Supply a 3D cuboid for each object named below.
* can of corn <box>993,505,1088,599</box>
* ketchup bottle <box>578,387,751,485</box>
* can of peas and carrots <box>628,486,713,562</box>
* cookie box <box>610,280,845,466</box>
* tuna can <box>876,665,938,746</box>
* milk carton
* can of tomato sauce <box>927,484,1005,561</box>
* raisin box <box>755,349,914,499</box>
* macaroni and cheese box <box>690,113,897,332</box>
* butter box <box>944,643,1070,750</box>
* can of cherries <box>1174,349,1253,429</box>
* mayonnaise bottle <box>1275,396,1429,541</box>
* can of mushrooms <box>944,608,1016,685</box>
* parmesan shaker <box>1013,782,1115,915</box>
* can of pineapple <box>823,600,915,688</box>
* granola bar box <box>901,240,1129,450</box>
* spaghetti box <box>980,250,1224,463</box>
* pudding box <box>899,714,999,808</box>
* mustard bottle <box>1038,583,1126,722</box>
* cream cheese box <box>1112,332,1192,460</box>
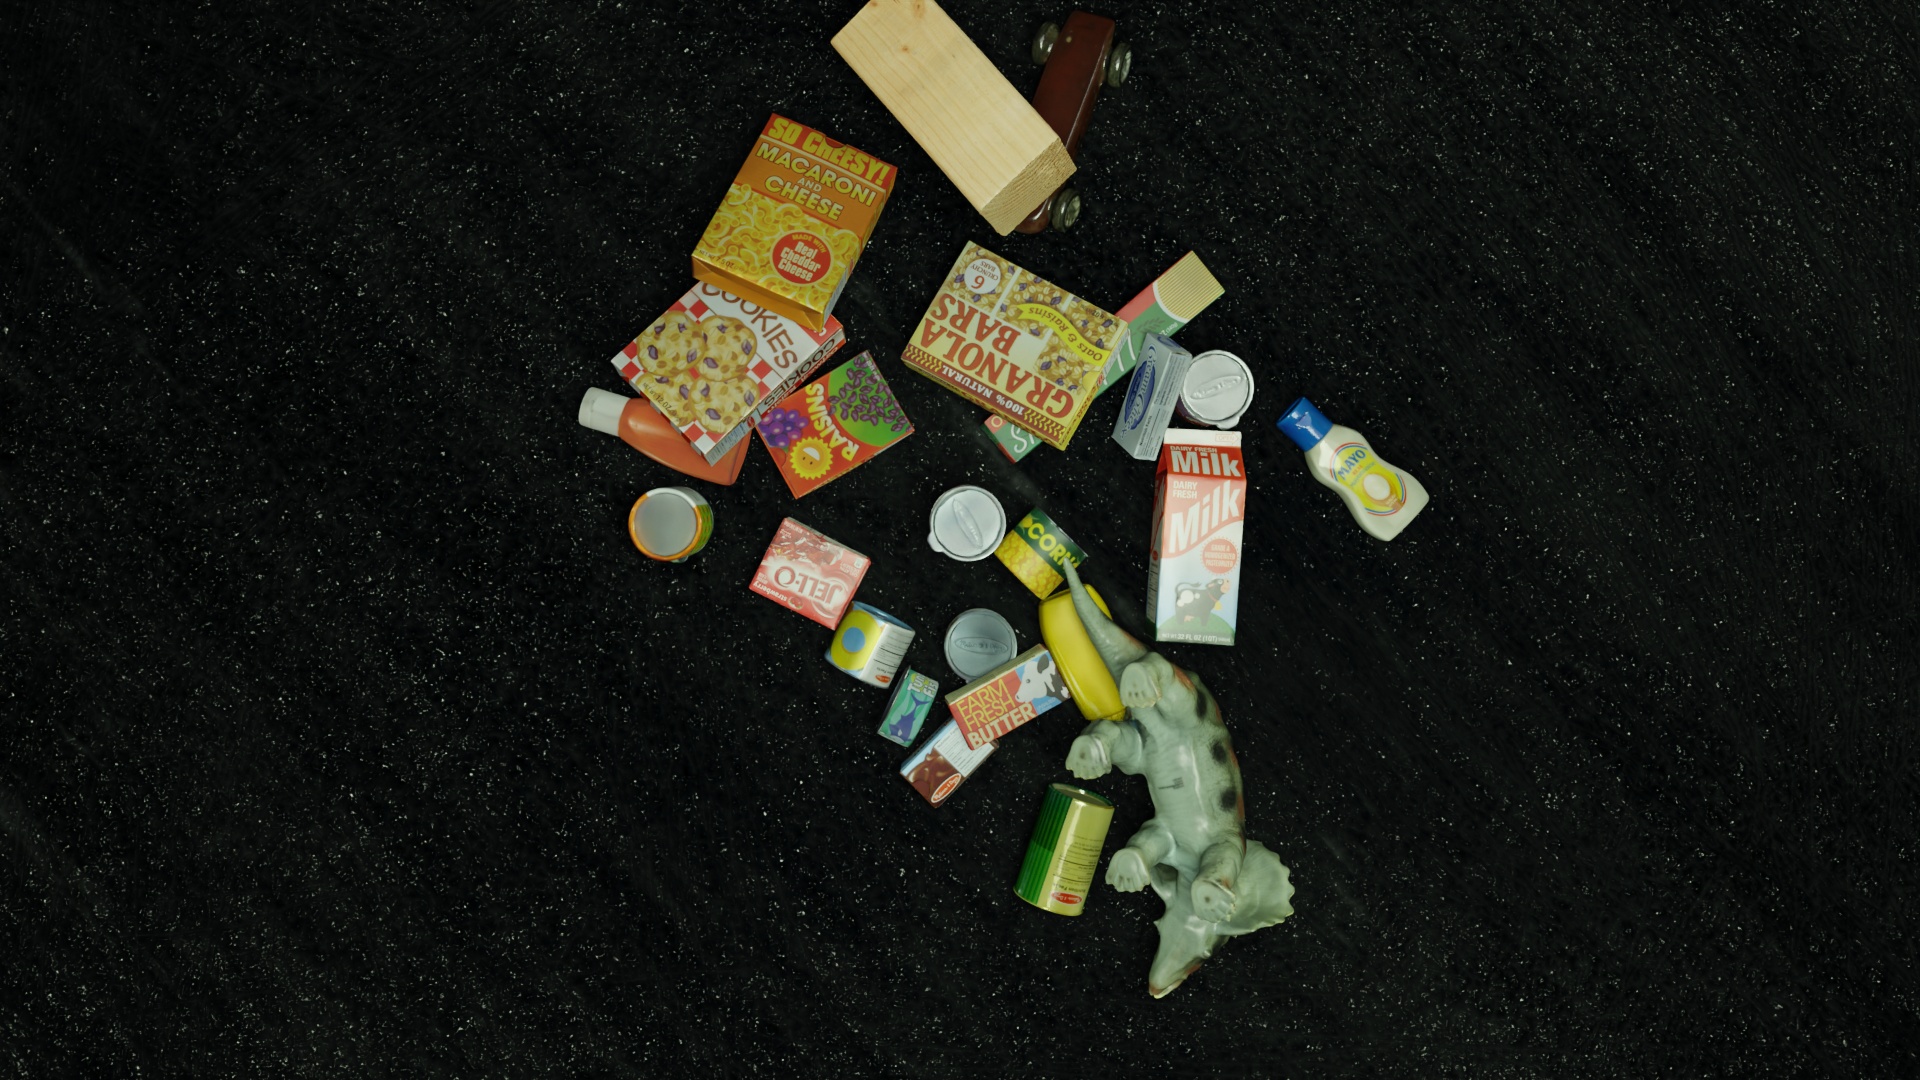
[{"bbox_3d":[0.071,0.011,1.252,0.071,0.071,0.058,44,92,-2],"label":"can of corn"},{"bbox_3d":[-0.268,-0.100,1.256,0.149,0.043,0.064,17,87,-1],"label":"ketchup bottle"},{"bbox_3d":[-0.261,-0.013,1.253,0.071,0.059,0.071,0,93,0],"label":"can of peas and carrots"},{"bbox_3d":[-0.203,-0.168,1.229,0.123,0.040,0.168,44,80,10],"label":"cookie box"},{"bbox_3d":[-0.047,0.149,1.258,0.033,0.071,0.071,26,92,-3],"label":"tuna can"},{"bbox_3d":[0.212,-0.005,1.252,0.072,0.073,0.190,3,92,-1],"label":"milk carton"},{"bbox_3d":[0.004,-0.016,1.244,0.071,0.083,0.071,0,93,0],"label":"can of tomato sauce"},{"bbox_3d":[-0.115,-0.104,1.261,0.123,0.040,0.086,-30,93,1],"label":"raisin box"},{"bbox_3d":[-0.144,-0.281,1.221,0.124,0.040,0.167,24,69,-1],"label":"macaroni and cheese box"},{"bbox_3d":[0.042,0.141,1.248,0.103,0.024,0.053,-29,104,-6],"label":"butter box"},{"bbox_3d":[0.226,-0.134,1.254,0.071,0.058,0.071,0,93,-2],"label":"can of cherries"},{"bbox_3d":[0.353,-0.069,1.266,0.148,0.041,0.064,42,93,-3],"label":"mayonnaise bottle"},{"bbox_3d":[0.017,0.098,1.274,0.071,0.033,0.071,0,92,-1],"label":"can of mushrooms"},{"bbox_3d":[0.097,0.280,1.268,0.071,0.071,0.103,18,92,-1],"label":"parmesan shaker"},{"bbox_3d":[-0.083,0.093,1.257,0.071,0.071,0.058,27,92,-2],"label":"can of pineapple"},{"bbox_3d":[0.049,-0.174,1.238,0.166,0.039,0.124,29,87,11],"label":"granola bar box"},{"bbox_3d":[0.129,-0.166,1.266,0.250,0.029,0.050,-39,91,1],"label":"spaghetti box"},{"bbox_3d":[-0.011,0.198,1.279,0.049,0.030,0.083,45,91,-3],"label":"pudding box"},{"bbox_3d":[0.122,0.121,1.268,0.065,0.049,0.160,-21,94,-1],"label":"mustard bottle"},{"bbox_3d":[0.171,-0.128,1.240,0.024,0.053,0.103,8,113,-23],"label":"cream cheese box"}]
